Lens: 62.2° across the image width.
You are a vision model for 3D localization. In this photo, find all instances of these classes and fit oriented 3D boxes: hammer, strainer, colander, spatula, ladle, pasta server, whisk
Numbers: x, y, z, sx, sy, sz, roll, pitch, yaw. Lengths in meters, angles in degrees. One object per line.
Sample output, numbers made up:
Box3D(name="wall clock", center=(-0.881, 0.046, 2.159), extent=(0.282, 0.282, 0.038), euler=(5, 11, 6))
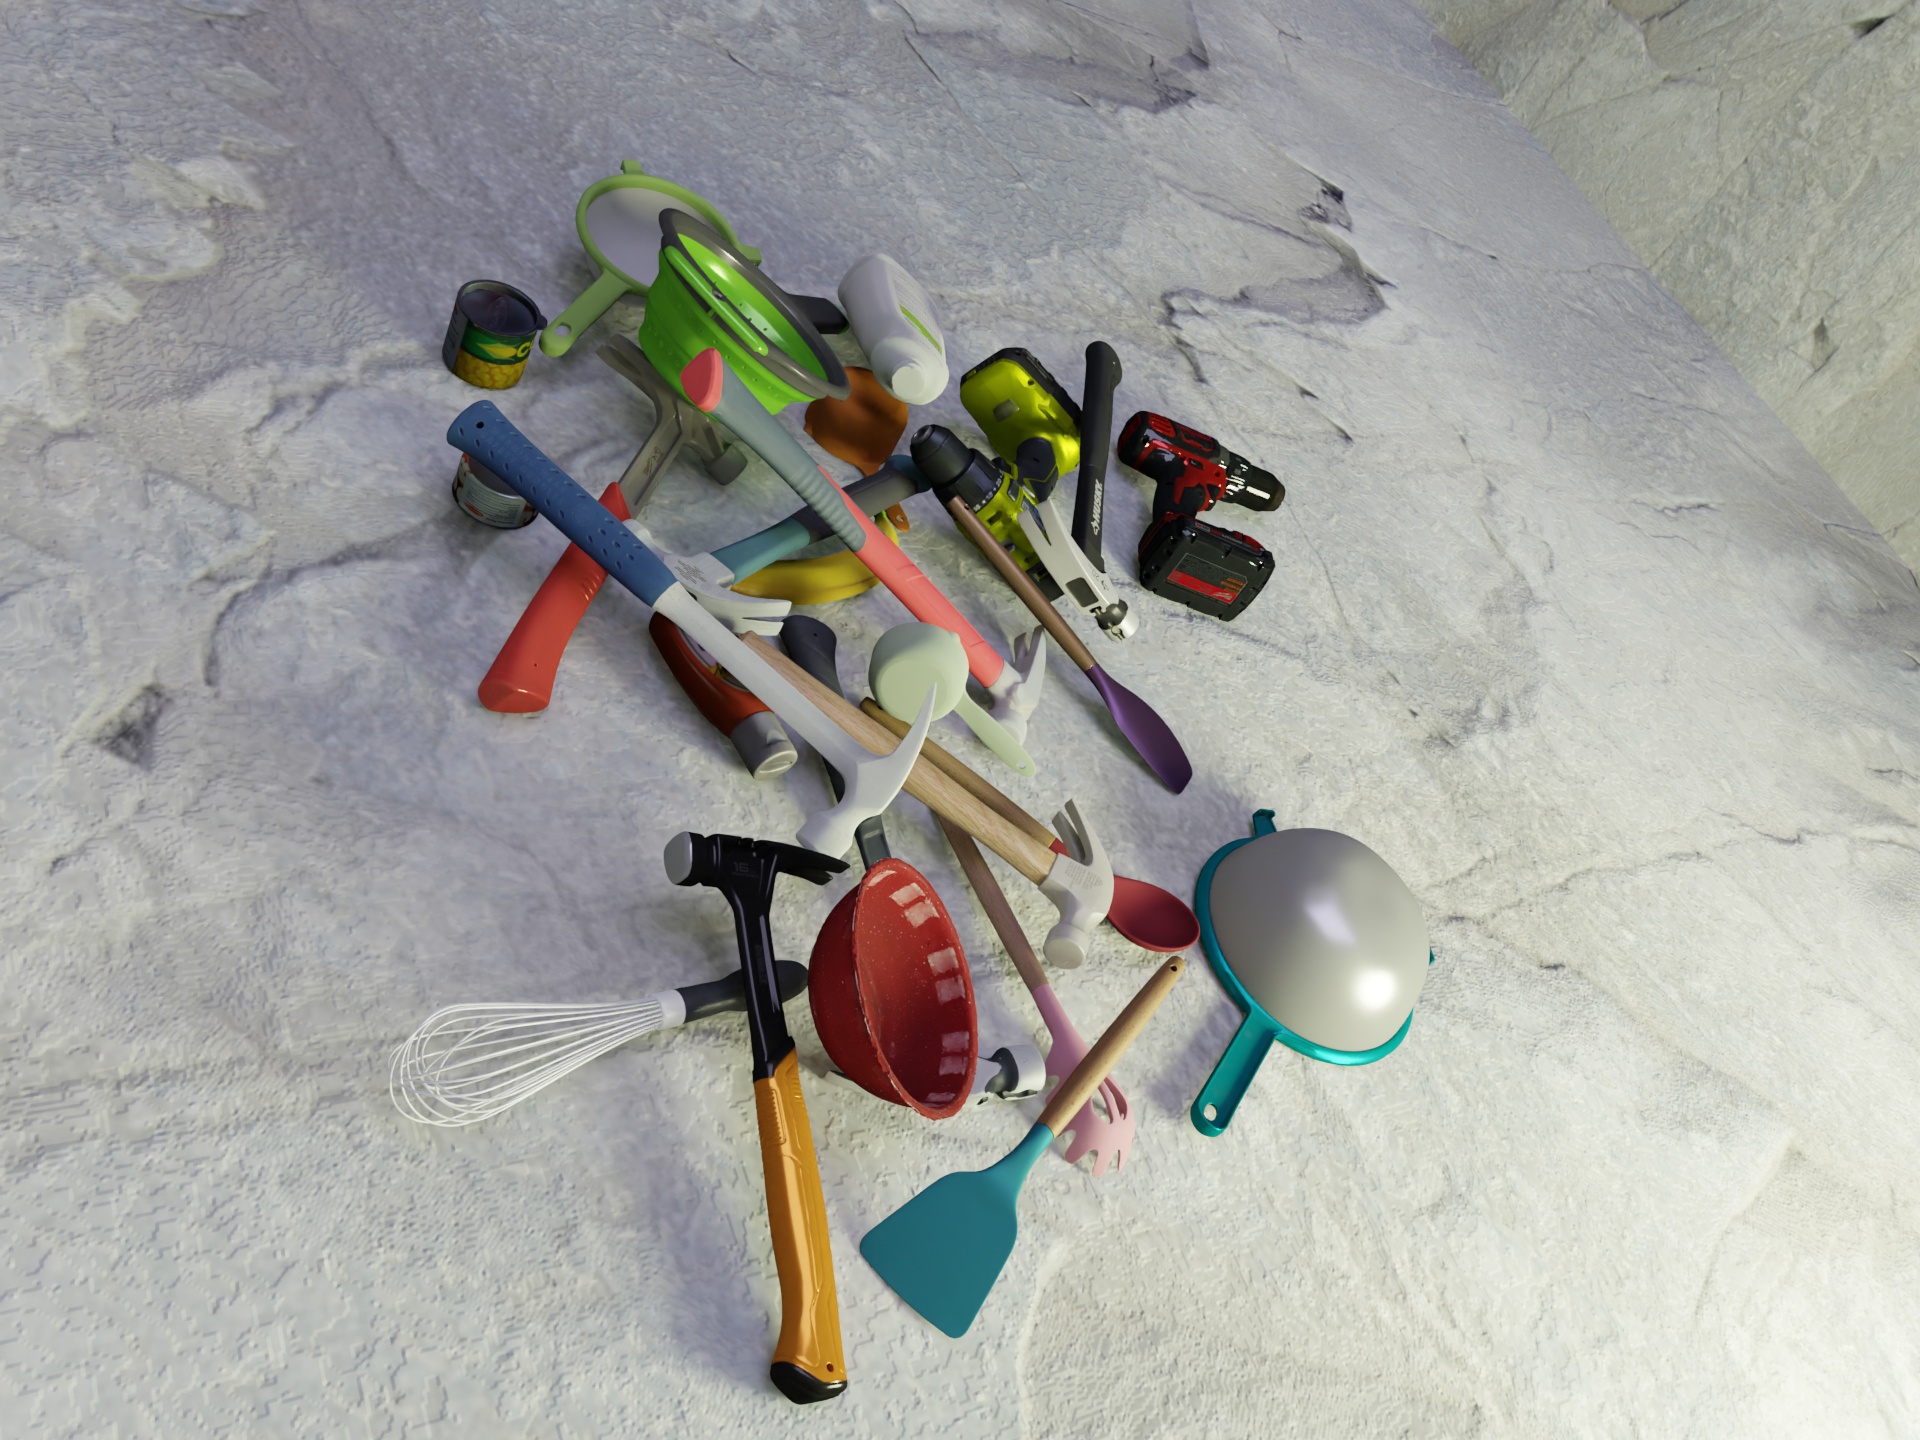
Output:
Box3D(name="hammer", center=(-0.274, -0.143, 1.185), extent=(0.149, 0.036, 0.359), euler=(43, 41, -23))
Box3D(name="hammer", center=(-0.123, -0.155, 1.263), extent=(0.128, 0.033, 0.331), euler=(39, 38, 11))
Box3D(name="strainer", center=(-0.295, -0.374, 1.384), extent=(0.151, 0.069, 0.256), euler=(35, 50, -6))
Box3D(name="strainer", center=(0.268, 0.189, 1.223), extent=(0.211, 0.095, 0.340), euler=(41, 41, 5))
Box3D(name="colander", center=(-0.178, -0.325, 1.369), extent=(0.204, 0.094, 0.397), euler=(47, 16, -2))
Box3D(name="hammer", center=(-0.193, -0.084, 1.108), extent=(0.405, 0.035, 0.144), euler=(41, 79, 6))
Box3D(name="hammer", center=(-0.027, 0.041, 1.155), extent=(0.331, 0.031, 0.130), euler=(36, 39, -5))
Box3D(name="spatula", center=(0.062, 0.255, 1.038), extent=(0.082, 0.044, 0.317), euler=(40, 48, 11))
Box3D(name="hammer", center=(0.117, -0.234, 1.439), extent=(0.146, 0.035, 0.335), euler=(45, 38, -35))
Box3D(name="hammer", center=(-0.069, 0.087, 1.138), extent=(0.149, 0.036, 0.409), euler=(2, 52, -31))
Box3D(name="hammer", center=(-0.066, -0.145, 1.240), extent=(0.386, 0.038, 0.143), euler=(46, 36, -25))
Box3D(name="ladle", center=(0.049, 0.080, 1.228), extent=(0.315, 0.031, 0.069), euler=(37, 37, 4))
Box3D(name="pasta server", center=(0.042, 0.174, 1.140), extent=(0.060, 0.040, 0.317), euler=(-4, 52, -36))
Box3D(name="hammer", center=(-0.103, 0.228, 0.955), extent=(0.127, 0.034, 0.337), euler=(13, 55, -39))
Box3D(name="whisk", center=(-0.204, 0.179, 0.951), extent=(0.284, 0.070, 0.070), euler=(-8, 58, -43))
Box3D(name="spatula", center=(0.094, -0.066, 1.349), extent=(0.316, 0.018, 0.060), euler=(49, 39, -7))

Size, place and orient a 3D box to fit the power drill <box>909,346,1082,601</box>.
Box3D(name="power drill", center=(0.039, -0.235, 1.433), extent=(0.190, 0.080, 0.229), euler=(44, 36, -26))

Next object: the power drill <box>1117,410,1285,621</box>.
Box3D(name="power drill", center=(0.252, -0.205, 1.584), extent=(0.187, 0.080, 0.227), euler=(19, 42, -19))

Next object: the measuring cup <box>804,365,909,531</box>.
Box3D(name="measuring cup", center=(-0.074, -0.246, 1.418), extent=(0.095, 0.052, 0.174), euler=(-4, 53, -36))

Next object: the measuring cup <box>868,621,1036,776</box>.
Box3D(name="measuring cup", center=(-0.002, -0.004, 1.226), extent=(0.167, 0.083, 0.038), euler=(43, 28, -16))
